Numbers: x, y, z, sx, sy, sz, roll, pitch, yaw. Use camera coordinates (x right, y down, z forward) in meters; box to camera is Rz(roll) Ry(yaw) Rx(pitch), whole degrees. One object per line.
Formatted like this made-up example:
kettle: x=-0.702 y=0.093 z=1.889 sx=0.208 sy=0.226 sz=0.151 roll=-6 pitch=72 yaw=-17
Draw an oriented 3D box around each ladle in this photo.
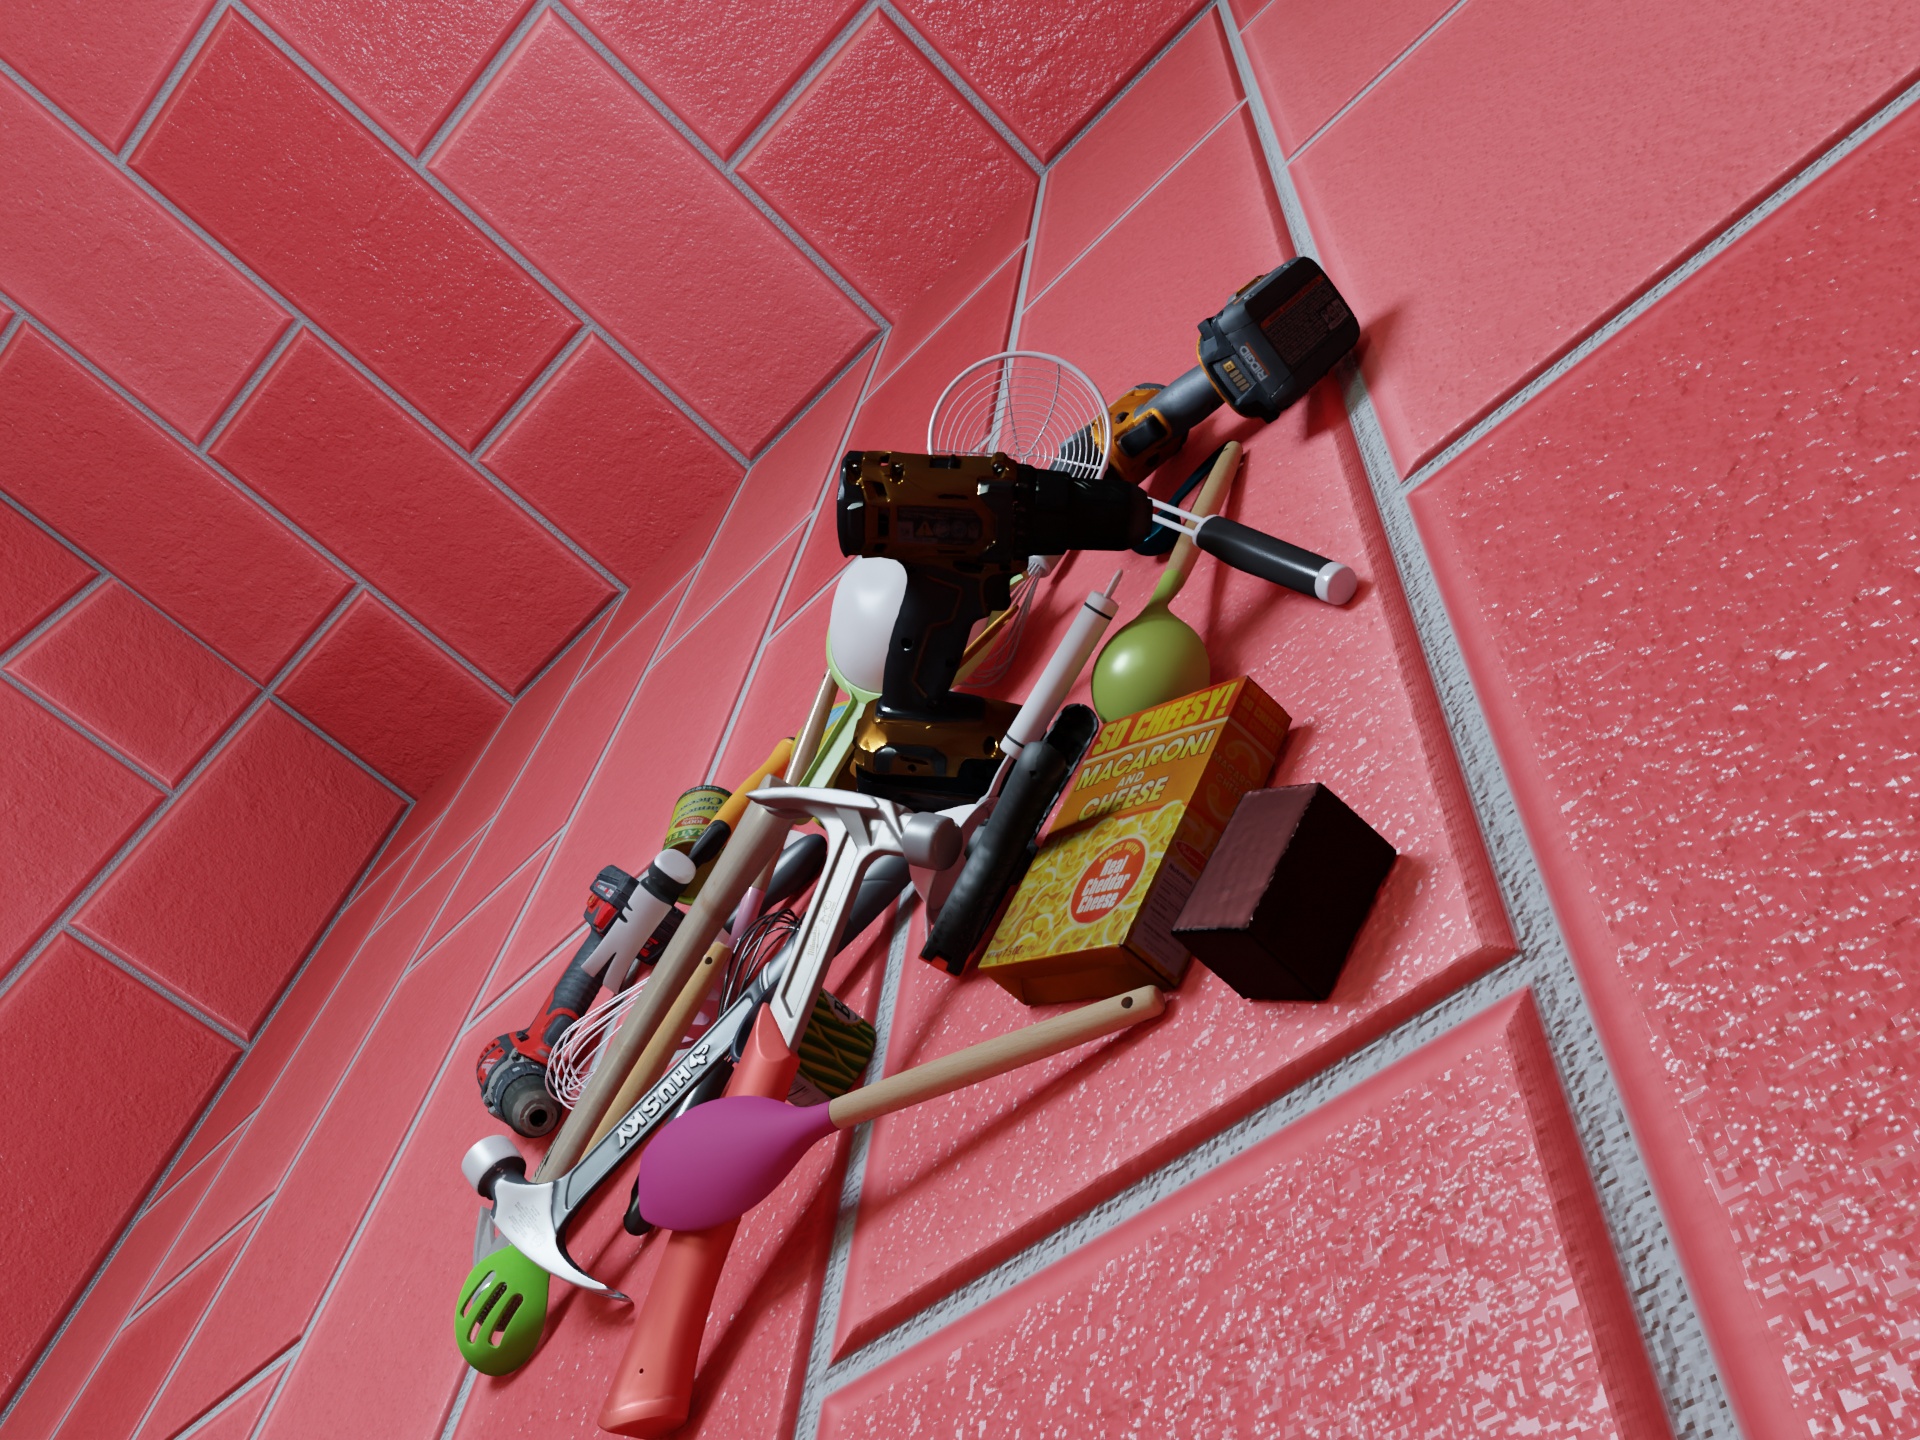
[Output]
ladle: x=0.150 y=-0.094 z=1.016 sx=0.078 sy=0.062 sz=0.320 roll=-31 pitch=18 yaw=37

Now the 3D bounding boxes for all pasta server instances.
pasta server: x=-0.150 y=0.098 z=1.186 sx=0.060 sy=0.040 sz=0.316 roll=-13 pitch=55 yaw=61

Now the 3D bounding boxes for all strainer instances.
strainer: x=-0.071 y=-0.045 z=1.165 sx=0.152 sy=0.069 sz=0.256 roll=16 pitch=67 yaw=35
strainer: x=0.028 y=0.022 z=0.941 sx=0.258 sy=0.050 sz=0.087 roll=-59 pitch=-17 yaw=10

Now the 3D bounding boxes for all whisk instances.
whisk: x=-0.206 y=0.190 z=1.220 sx=0.284 sy=0.070 sz=0.070 roll=-44 pitch=18 yaw=-3
whisk: x=0.055 y=-0.116 z=1.249 sx=0.246 sy=0.059 sz=0.057 roll=-55 pitch=-2 yaw=-31
whisk: x=-0.159 y=0.227 z=1.051 sx=0.055 sy=0.055 sz=0.239 roll=-21 pitch=37 yaw=54

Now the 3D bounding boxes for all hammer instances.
hammer: x=-0.131 y=0.187 z=1.018 sx=0.409 sy=0.036 sz=0.149 roll=-45 pitch=53 yaw=-10
hammer: x=-0.119 y=0.205 z=0.875 sx=0.149 sy=0.036 sz=0.359 roll=6 pitch=66 yaw=36
hammer: x=-0.230 y=0.219 z=1.129 sx=0.410 sy=0.038 sz=0.146 roll=-59 pitch=18 yaw=-1
hammer: x=-0.198 y=0.095 z=1.296 sx=0.127 sy=0.034 sz=0.337 roll=-53 pitch=1 yaw=25

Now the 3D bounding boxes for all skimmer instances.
skimmer: x=0.103 y=-0.149 z=0.989 sx=0.127 sy=0.090 sz=0.364 roll=-50 pitch=35 yaw=-3

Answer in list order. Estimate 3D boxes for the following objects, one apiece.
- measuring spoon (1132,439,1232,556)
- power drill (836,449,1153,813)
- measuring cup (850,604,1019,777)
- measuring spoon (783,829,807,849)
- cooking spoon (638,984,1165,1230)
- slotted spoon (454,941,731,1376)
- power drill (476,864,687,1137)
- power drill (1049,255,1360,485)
measuring spoon: x=0.165 y=-0.157 z=1.136 sx=0.129 sy=0.021 sz=0.042 roll=-48 pitch=15 yaw=-29
power drill: x=0.018 y=-0.054 z=0.974 sx=0.084 sy=0.185 sz=0.226 roll=-85 pitch=-3 yaw=-61
measuring cup: x=-0.002 y=-0.003 z=1.088 sx=0.173 sy=0.052 sz=0.095 roll=-46 pitch=-11 yaw=25
measuring spoon: x=-0.146 y=0.095 z=1.320 sx=0.034 sy=0.018 sz=0.124 roll=-52 pitch=19 yaw=-10
cooking spoon: x=-0.041 y=0.188 z=0.792 sx=0.319 sy=0.017 sz=0.069 roll=-25 pitch=51 yaw=23
slotted spoon: x=-0.240 y=0.284 z=1.048 sx=0.070 sy=0.031 sz=0.314 roll=26 pitch=79 yaw=27
power drill: x=-0.320 y=0.241 z=1.336 sx=0.227 sy=0.080 sz=0.188 roll=-56 pitch=19 yaw=-12
power drill: x=0.157 y=-0.222 z=1.132 sx=0.164 sy=0.084 sz=0.226 roll=-43 pitch=9 yaw=-39
